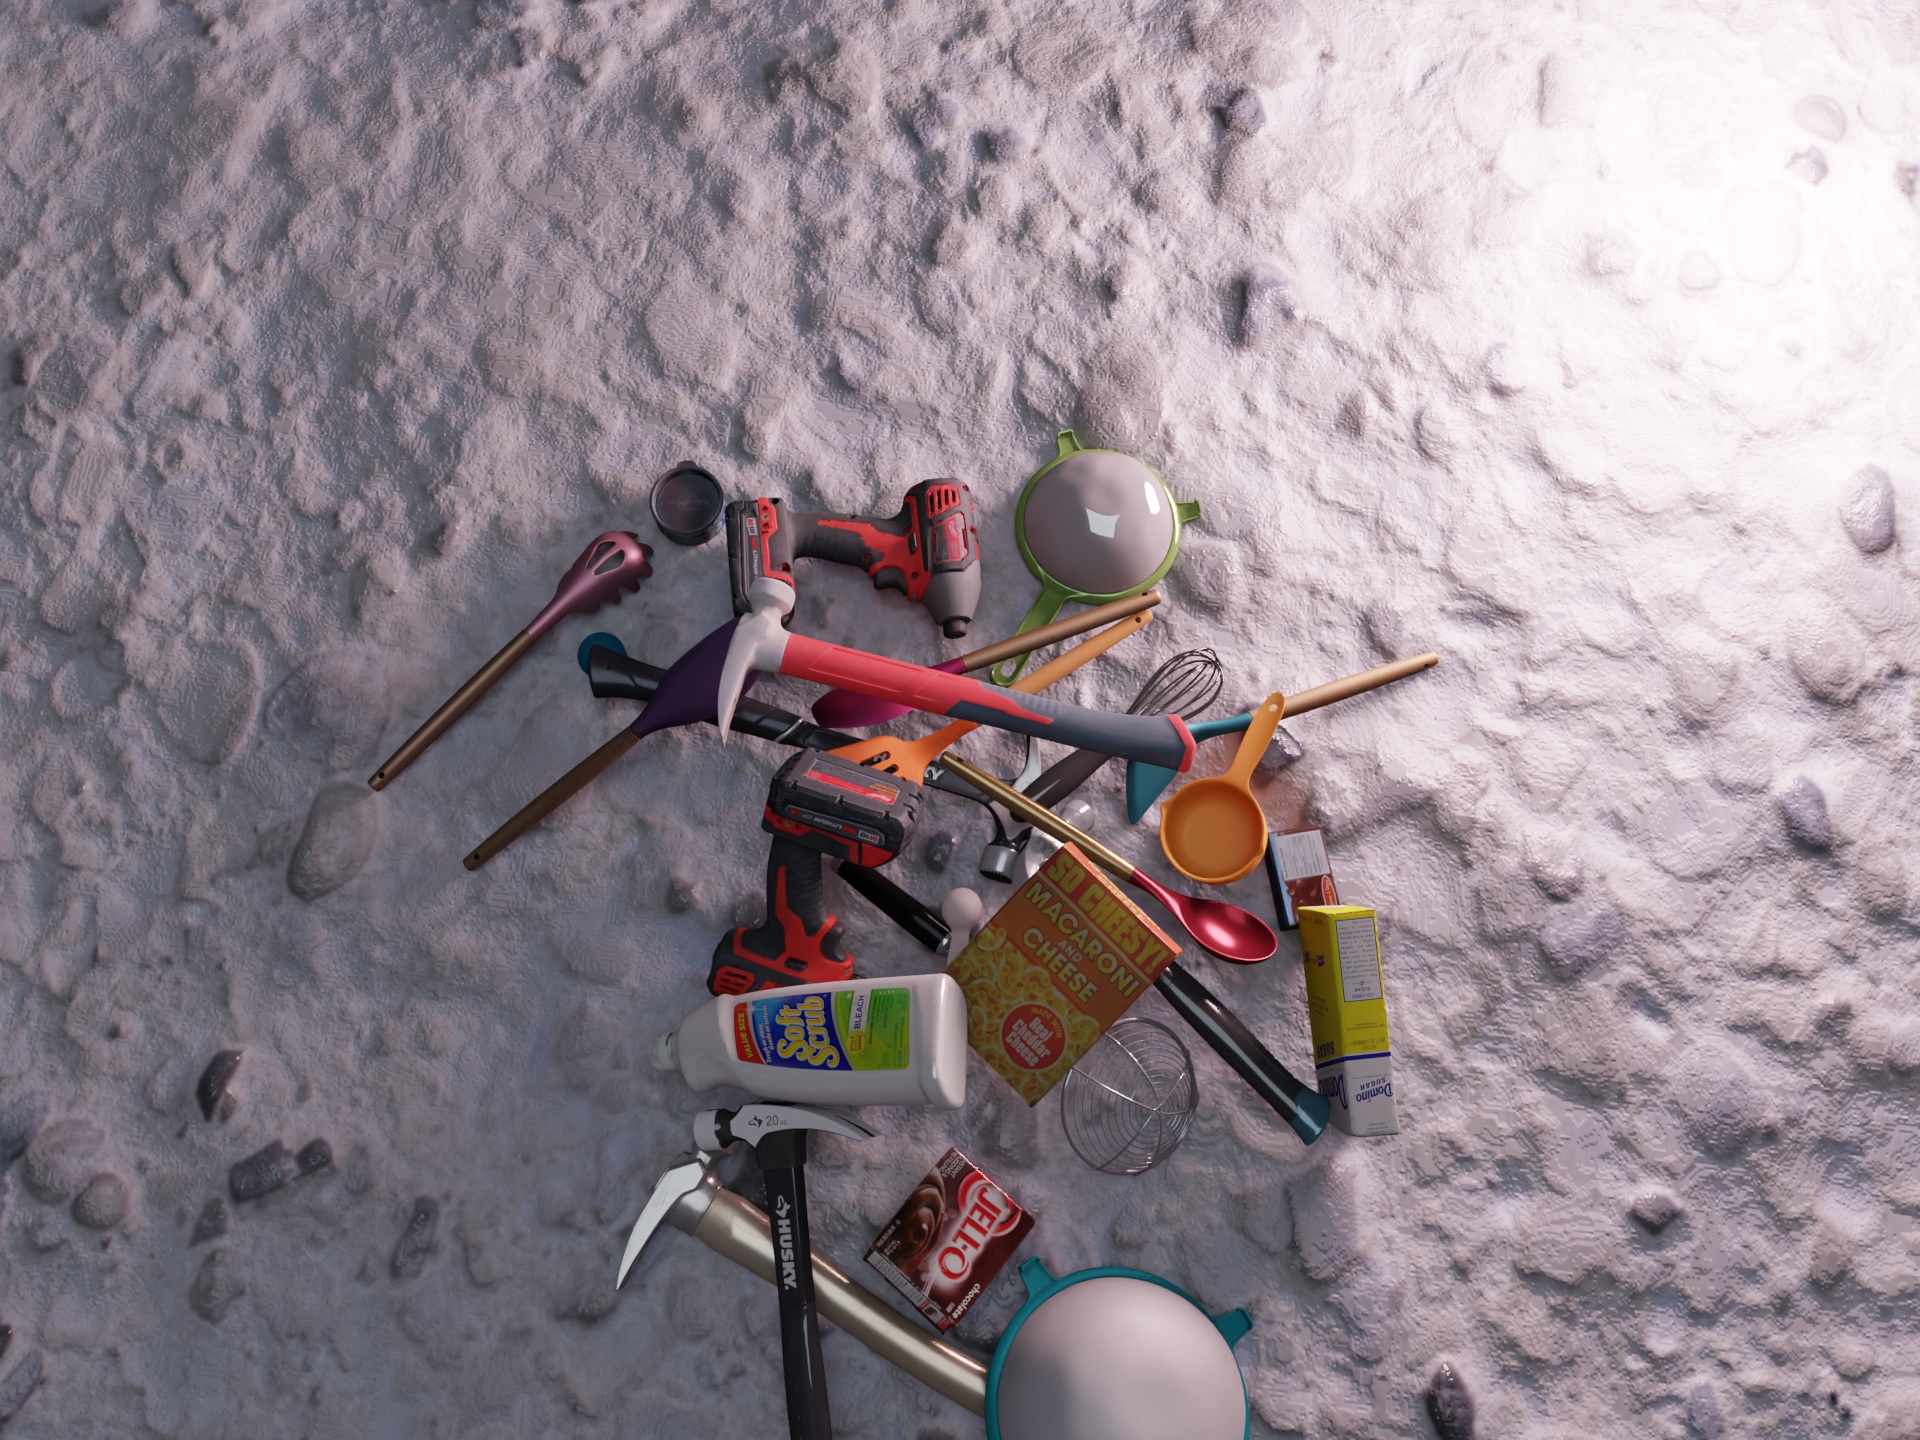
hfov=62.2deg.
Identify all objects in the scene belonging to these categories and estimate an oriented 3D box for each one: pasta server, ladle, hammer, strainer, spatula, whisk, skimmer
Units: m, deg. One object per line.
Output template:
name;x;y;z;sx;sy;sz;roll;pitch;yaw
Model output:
pasta server;-0.394;-0.053;1.389;0.060;0.040;0.316;43;82;9
ladle;0.118;0.112;1.304;0.315;0.031;0.069;32;33;1
hammer;0.172;0.210;1.294;0.331;0.033;0.128;44;46;11
hammer;-0.117;0.457;1.201;0.146;0.035;0.335;-10;81;20
strainer;0.098;-0.140;1.402;0.151;0.069;0.256;31;75;6
spatula;-0.292;0.028;1.337;0.316;0.018;0.060;-37;89;3
strainer;0.117;0.567;1.156;0.211;0.095;0.341;16;60;-5
hammer;-0.125;0.009;1.364;0.409;0.036;0.149;18;74;0
spatula;0.279;0.000;1.381;0.317;0.082;0.044;-19;44;-11
whisk;0.135;0.014;1.362;0.239;0.055;0.055;-36;79;-16
skimmer;0.037;0.231;1.322;0.363;0.090;0.127;36;73;18
hammer;-0.002;-0.004;1.293;0.386;0.038;0.143;14;69;1
spatula;0.033;-0.014;1.345;0.322;0.041;0.081;-31;87;-14
hammer;-0.070;0.482;1.247;0.410;0.038;0.146;30;78;6

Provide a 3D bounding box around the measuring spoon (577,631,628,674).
measuring spoon;-0.278;-0.040;1.388;0.128;0.021;0.042;28;76;7

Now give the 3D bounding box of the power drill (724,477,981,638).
power drill;-0.091;-0.133;1.394;0.219;0.078;0.143;-6;76;-6

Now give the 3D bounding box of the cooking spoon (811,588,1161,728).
cooking spoon;0.025;-0.056;1.354;0.319;0.017;0.069;-19;36;-11

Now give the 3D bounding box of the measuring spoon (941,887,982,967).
measuring spoon;-0.004;0.197;1.282;0.034;0.018;0.124;2;84;19

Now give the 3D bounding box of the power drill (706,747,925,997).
power drill;-0.092;0.154;1.270;0.188;0.080;0.226;18;112;4

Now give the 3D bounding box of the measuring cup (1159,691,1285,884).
measuring cup;0.234;0.058;1.346;0.095;0.052;0.173;26;84;20
